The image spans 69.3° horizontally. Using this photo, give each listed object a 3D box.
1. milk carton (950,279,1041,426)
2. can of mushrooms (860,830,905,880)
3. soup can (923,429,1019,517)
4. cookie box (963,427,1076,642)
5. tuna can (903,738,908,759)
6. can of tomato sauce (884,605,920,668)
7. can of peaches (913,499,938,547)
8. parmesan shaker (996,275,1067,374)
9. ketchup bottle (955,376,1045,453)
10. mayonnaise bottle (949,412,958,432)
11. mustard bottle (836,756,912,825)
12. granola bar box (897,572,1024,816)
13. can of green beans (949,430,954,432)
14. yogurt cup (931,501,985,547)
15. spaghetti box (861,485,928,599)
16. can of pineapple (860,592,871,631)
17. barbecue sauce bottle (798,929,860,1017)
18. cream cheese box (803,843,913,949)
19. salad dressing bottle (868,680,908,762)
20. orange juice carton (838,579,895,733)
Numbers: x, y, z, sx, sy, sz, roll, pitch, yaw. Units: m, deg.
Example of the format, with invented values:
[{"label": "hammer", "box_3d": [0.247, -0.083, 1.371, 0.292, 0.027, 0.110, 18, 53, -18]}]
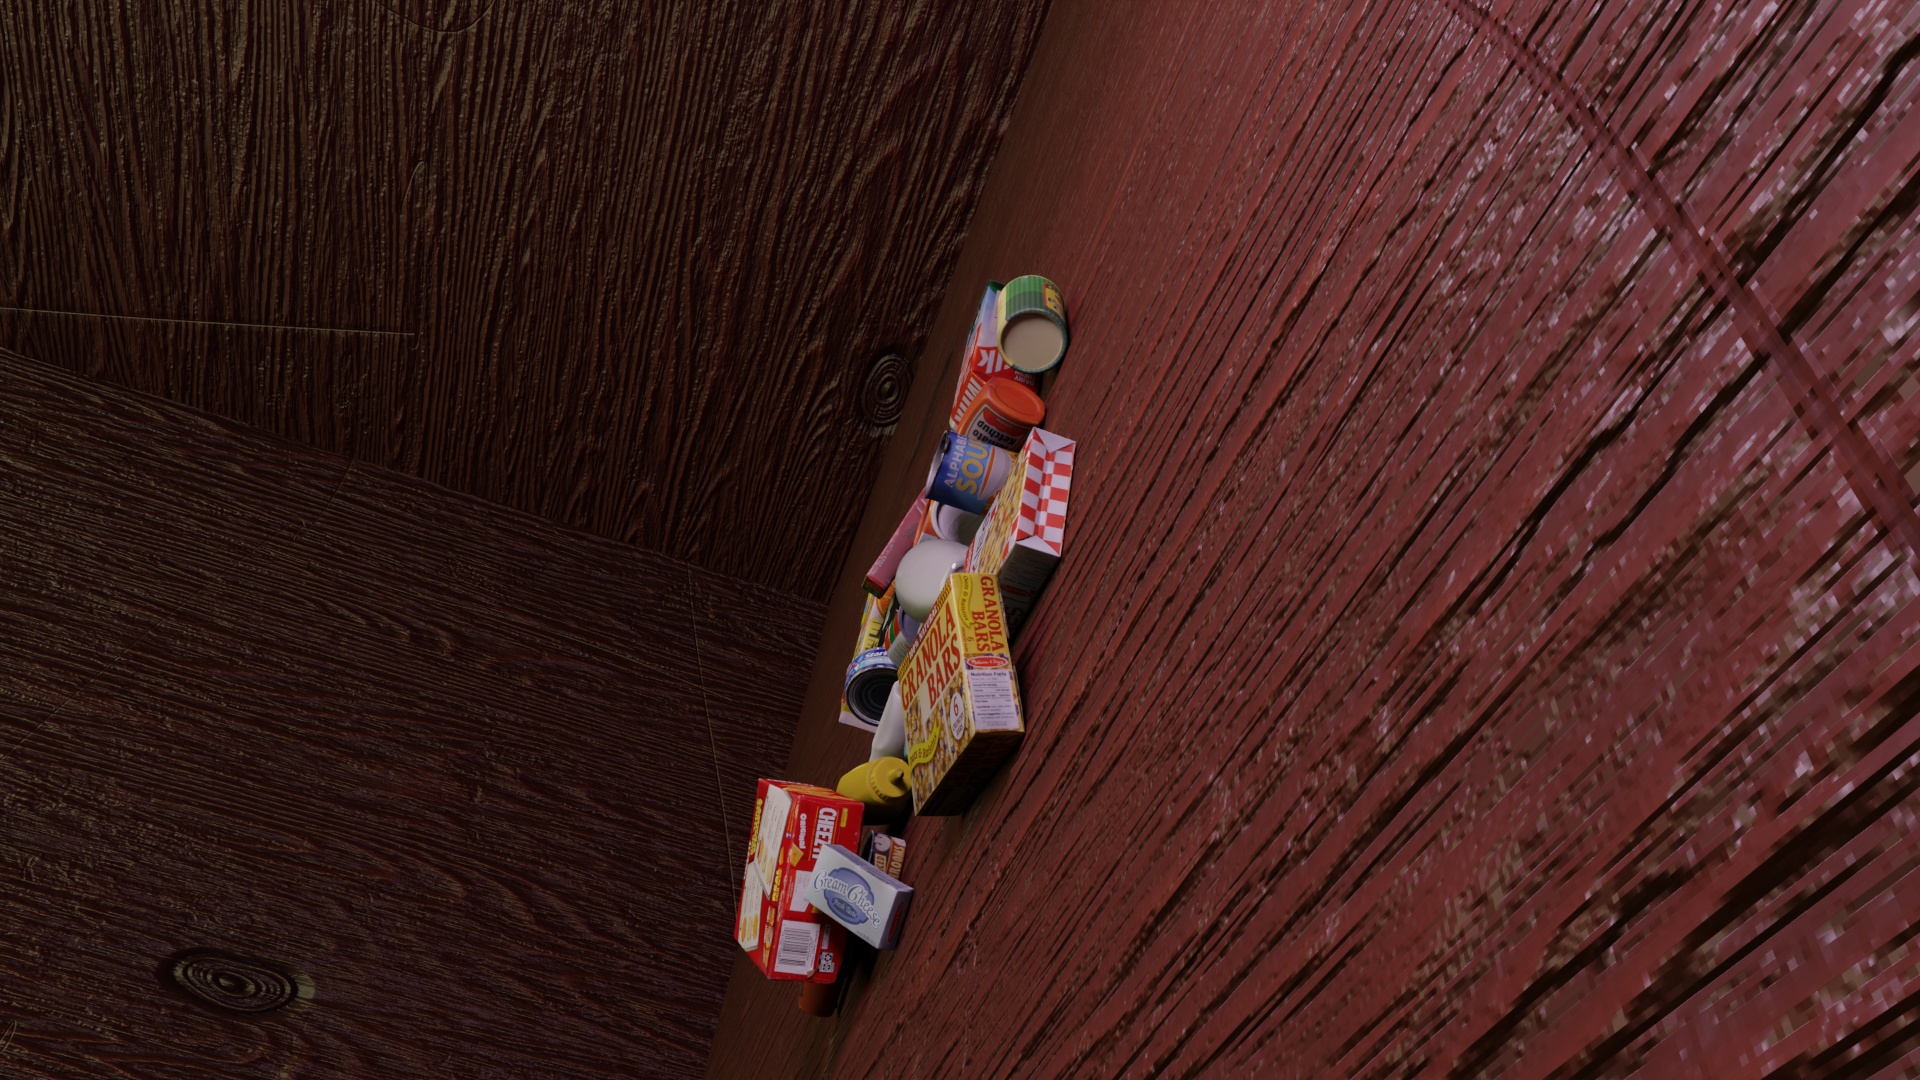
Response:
[{"label": "milk carton", "box_3d": [0.041, -0.172, 1.411, 0.072, 0.073, 0.191, 115, 170, -46]}, {"label": "can of mushrooms", "box_3d": [-0.075, 0.303, 1.277, 0.071, 0.033, 0.071, -158, 87, -84]}, {"label": "soup can", "box_3d": [0.017, -0.058, 1.264, 0.071, 0.084, 0.071, -159, 87, -83]}, {"label": "cookie box", "box_3d": [0.040, 0.012, 1.095, 0.166, 0.040, 0.123, 117, 168, -47]}, {"label": "tuna can", "box_3d": [-0.026, 0.167, 1.238, 0.071, 0.033, 0.071, -159, 87, -83]}, {"label": "can of tomato sauce", "box_3d": [-0.036, 0.089, 1.381, 0.082, 0.071, 0.071, 122, 165, -65]}, {"label": "can of peaches", "box_3d": [-0.013, -0.013, 1.493, 0.071, 0.058, 0.071, -160, 87, -83]}, {"label": "parmesan shaker", "box_3d": [0.068, -0.202, 1.315, 0.103, 0.071, 0.071, -87, 17, -63]}, {"label": "ketchup bottle", "box_3d": [0.022, -0.093, 1.321, 0.148, 0.065, 0.044, -50, 16, 50]}, {"label": "mayonnaise bottle", "box_3d": [0.023, -0.139, 1.524, 0.148, 0.065, 0.041, -83, 15, -74]}, {"label": "mustard bottle", "box_3d": [-0.076, 0.240, 1.343, 0.159, 0.065, 0.049, 132, 147, -61]}, {"label": "granola bar box", "box_3d": [-0.003, 0.116, 1.021, 0.164, 0.039, 0.125, 118, 148, -55]}, {"label": "can of green beans", "box_3d": [0.006, -0.080, 1.509, 0.071, 0.058, 0.071, -159, 87, -83]}, {"label": "yogurt cup", "box_3d": [0.005, -0.017, 1.346, 0.053, 0.072, 0.072, 103, -178, -73]}, {"label": "spaghetti box", "box_3d": [-0.034, -0.044, 1.586, 0.251, 0.029, 0.050, -57, 0, -21]}, {"label": "can of pineapple", "box_3d": [-0.093, 0.097, 1.794, 0.070, 0.071, 0.058, 118, 168, -54]}, {"label": "barbecue sauce bottle", "box_3d": [-0.120, 0.390, 1.364, 0.065, 0.044, 0.148, 174, 113, -87]}, {"label": "cream cheese box", "box_3d": [-0.087, 0.303, 1.186, 0.104, 0.024, 0.053, 18, 88, 44]}, {"label": "salad dressing bottle", "box_3d": [-0.068, 0.210, 1.424, 0.064, 0.044, 0.147, -85, 13, -59]}, {"label": "orange juice carton", "box_3d": [-0.086, 0.137, 1.623, 0.072, 0.072, 0.193, 118, 168, -56]}]
